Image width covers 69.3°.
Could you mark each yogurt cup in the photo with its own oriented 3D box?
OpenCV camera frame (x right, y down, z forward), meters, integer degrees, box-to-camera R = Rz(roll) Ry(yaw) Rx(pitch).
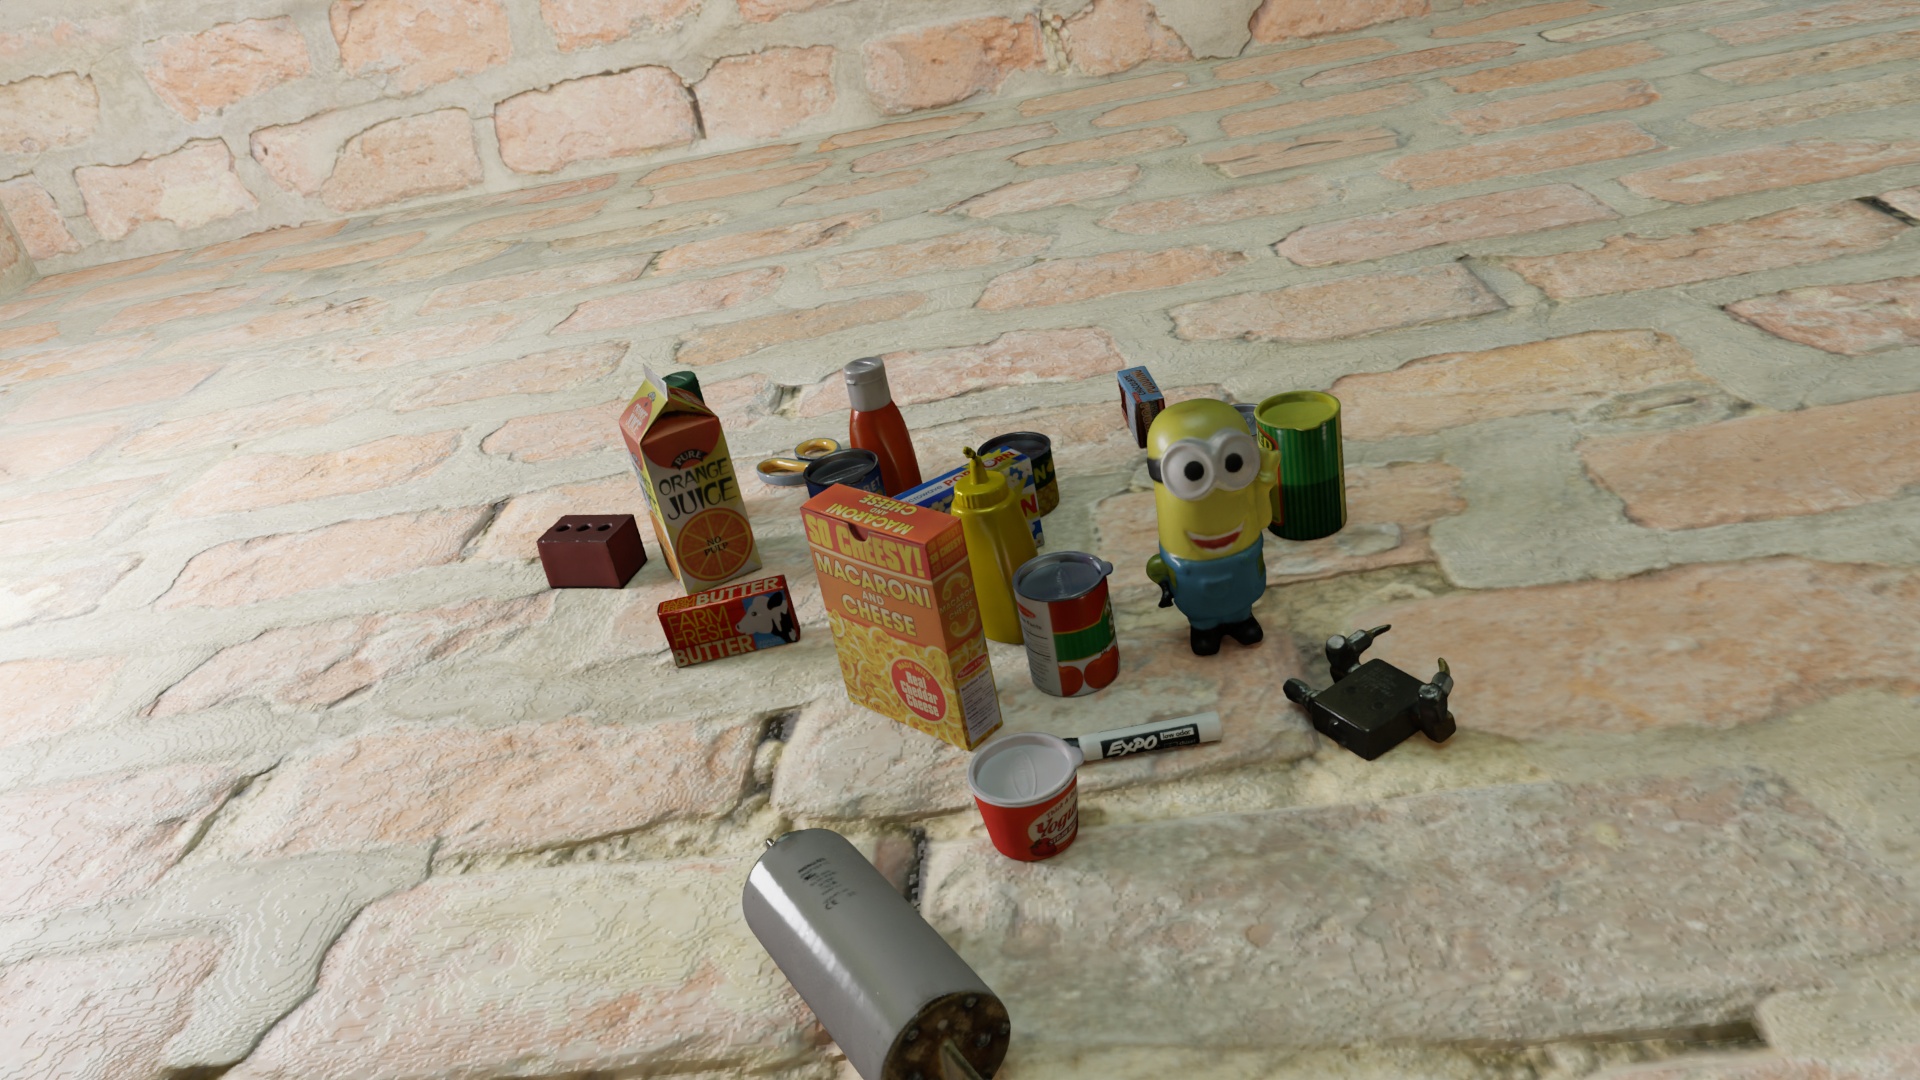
[{"bbox_3d":[0.042,0.158,0.851,0.072,0.053,0.073,-9,28,5],"label":"yogurt cup"}]

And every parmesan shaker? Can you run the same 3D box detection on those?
[{"bbox_3d":[0.272,-0.058,1.105,0.071,0.102,0.071,-9,28,5],"label":"parmesan shaker"}]

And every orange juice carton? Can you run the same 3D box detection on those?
[{"bbox_3d":[-0.238,-0.057,1.201,0.073,0.191,0.072,-22,30,-19],"label":"orange juice carton"}]

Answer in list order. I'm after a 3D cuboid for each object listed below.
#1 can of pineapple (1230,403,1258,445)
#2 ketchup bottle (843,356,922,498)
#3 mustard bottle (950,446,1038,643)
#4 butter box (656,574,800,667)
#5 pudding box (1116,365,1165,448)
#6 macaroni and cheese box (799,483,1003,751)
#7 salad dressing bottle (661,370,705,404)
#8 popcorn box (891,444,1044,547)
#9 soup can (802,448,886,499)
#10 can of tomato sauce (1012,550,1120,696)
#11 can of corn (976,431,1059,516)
[{"bbox_3d":[0.242,-0.080,1.203,0.071,0.057,0.071,-9,28,5],"label":"can of pineapple"},{"bbox_3d":[-0.072,-0.090,1.243,0.065,0.148,0.044,15,38,40],"label":"ketchup bottle"},{"bbox_3d":[0.024,0.000,1.033,0.065,0.159,0.049,12,36,37],"label":"mustard bottle"},{"bbox_3d":[-0.184,0.064,1.106,0.103,0.053,0.024,-12,28,-1],"label":"butter box"},{"bbox_3d":[0.173,-0.128,1.325,0.030,0.049,0.084,-12,28,0],"label":"pudding box"},{"bbox_3d":[-0.041,0.052,0.956,0.124,0.165,0.040,16,39,41],"label":"macaroni and cheese box"},{"bbox_3d":[-0.246,-0.085,1.302,0.064,0.147,0.044,17,40,42],"label":"salad dressing bottle"},{"bbox_3d":[0.004,-0.014,1.145,0.127,0.084,0.038,-26,31,-24],"label":"popcorn box"},{"bbox_3d":[-0.094,-0.027,1.206,0.071,0.083,0.072,-9,28,5],"label":"soup can"},{"bbox_3d":[0.078,0.059,0.987,0.071,0.082,0.071,-9,28,5],"label":"can of tomato sauce"},{"bbox_3d":[0.052,-0.055,1.229,0.071,0.058,0.071,-9,28,5],"label":"can of corn"}]
